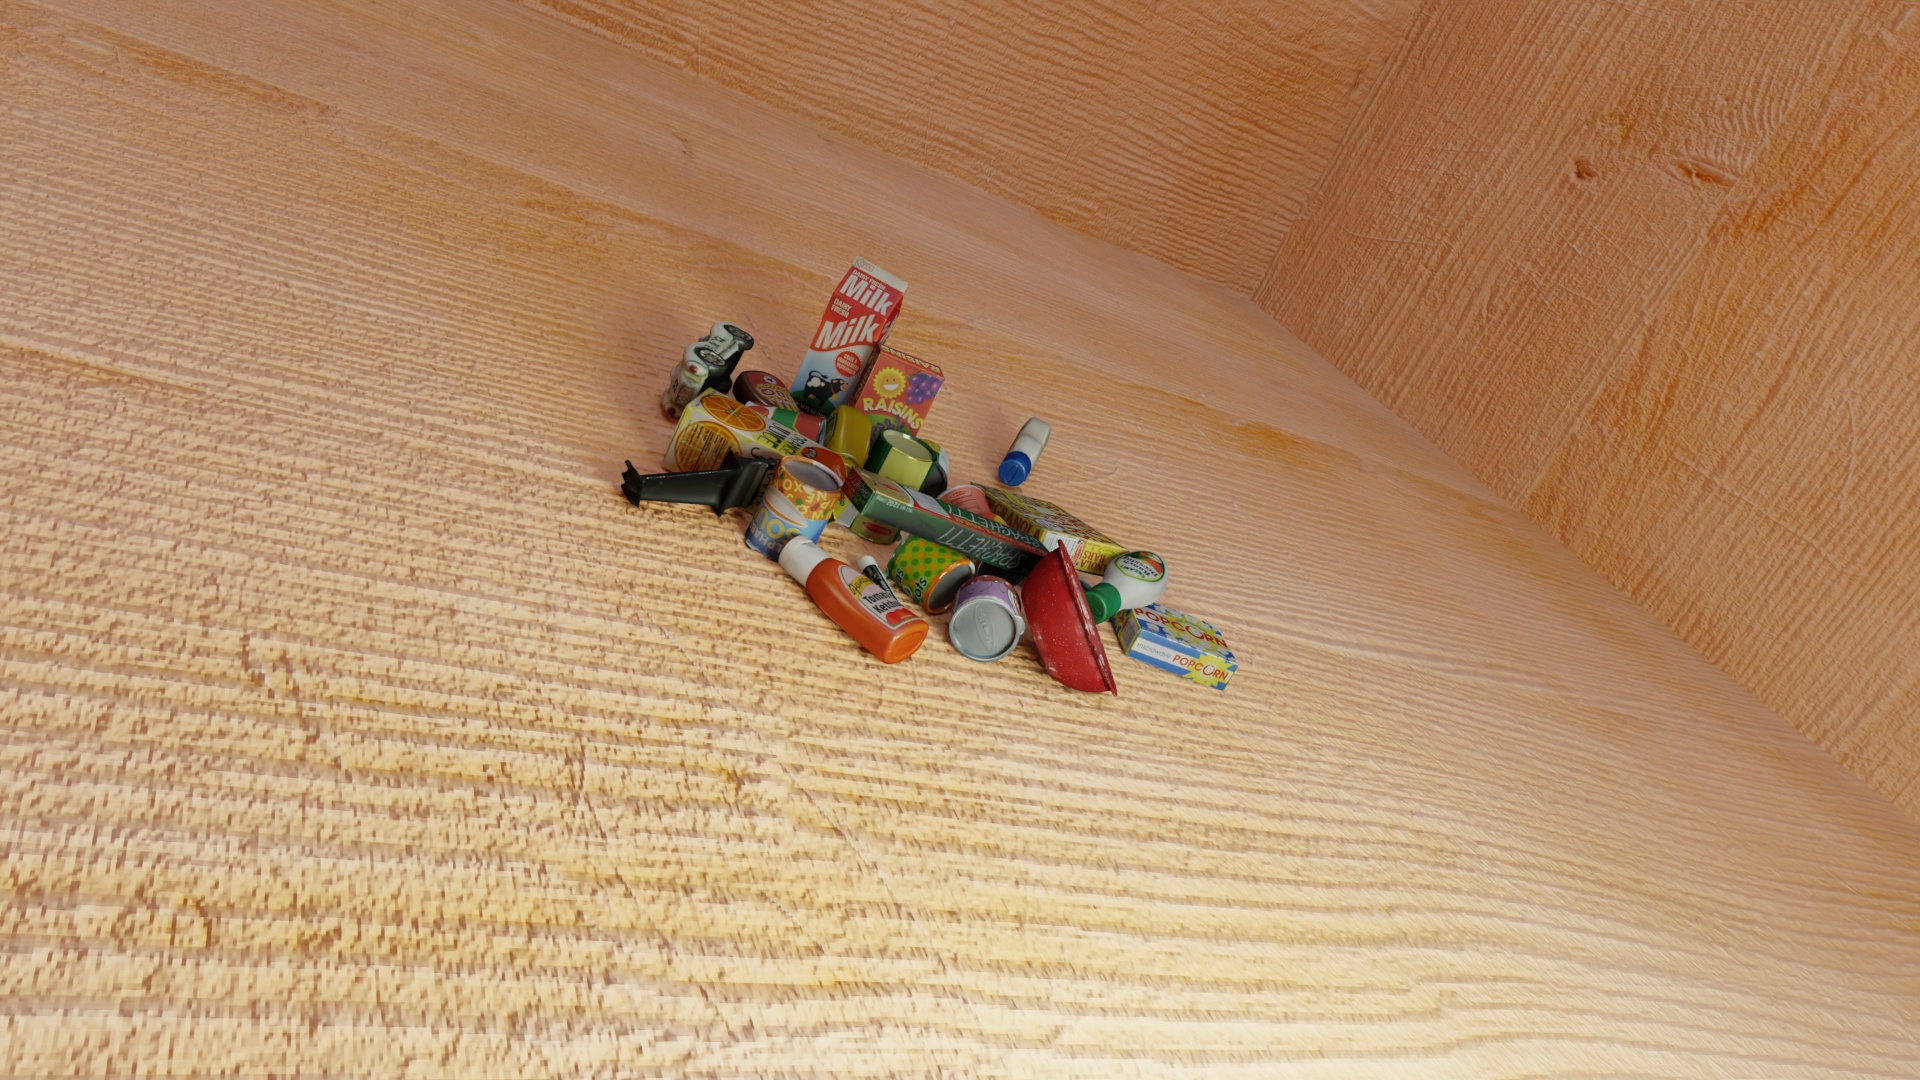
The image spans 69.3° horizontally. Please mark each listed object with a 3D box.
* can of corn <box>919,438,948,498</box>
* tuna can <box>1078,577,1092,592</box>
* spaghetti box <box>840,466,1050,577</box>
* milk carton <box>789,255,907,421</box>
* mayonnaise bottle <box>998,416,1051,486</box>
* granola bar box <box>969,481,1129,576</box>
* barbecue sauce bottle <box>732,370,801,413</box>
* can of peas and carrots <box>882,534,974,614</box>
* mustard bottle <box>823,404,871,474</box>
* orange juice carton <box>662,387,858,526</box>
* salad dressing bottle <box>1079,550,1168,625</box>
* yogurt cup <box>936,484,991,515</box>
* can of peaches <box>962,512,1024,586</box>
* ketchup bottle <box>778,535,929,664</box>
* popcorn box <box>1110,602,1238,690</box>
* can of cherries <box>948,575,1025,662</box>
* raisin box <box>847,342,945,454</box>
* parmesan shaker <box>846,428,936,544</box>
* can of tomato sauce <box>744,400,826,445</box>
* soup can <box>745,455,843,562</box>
[{"bbox_3d":[-0.049,-0.075,1.560,0.071,0.071,0.058,25,21,-8],"label":"can of corn"},{"bbox_3d":[0.113,0.060,1.492,0.071,0.032,0.071,24,23,-10],"label":"tuna can"},{"bbox_3d":[-0.004,-0.012,1.342,0.250,0.028,0.050,21,19,-39],"label":"spaghetti box"},{"bbox_3d":[-0.132,-0.238,1.652,0.072,0.189,0.074,29,21,1],"label":"milk carton"},{"bbox_3d":[0.081,-0.111,1.797,0.041,0.064,0.149,30,25,1],"label":"mayonnaise bottle"},{"bbox_3d":[0.093,-0.011,1.574,0.124,0.039,0.166,13,14,-34],"label":"granola bar box"},{"bbox_3d":[-0.203,-0.135,1.540,0.065,0.043,0.149,13,27,-36],"label":"barbecue sauce bottle"},{"bbox_3d":[-0.030,0.031,1.350,0.059,0.070,0.071,40,25,27],"label":"can of peas and carrots"},{"bbox_3d":[-0.128,-0.090,1.505,0.049,0.065,0.161,26,25,-16],"label":"mustard bottle"},{"bbox_3d":[-0.187,-0.069,1.374,0.193,0.072,0.072,28,22,-2],"label":"orange juice carton"},{"bbox_3d":[0.171,0.051,1.475,0.064,0.043,0.148,30,29,22],"label":"salad dressing bottle"},{"bbox_3d":[0.005,-0.019,1.503,0.072,0.072,0.054,9,36,-39],"label":"yogurt cup"},{"bbox_3d":[0.031,0.012,1.456,0.071,0.071,0.058,10,27,-38],"label":"can of peaches"},{"bbox_3d":[-0.101,0.051,1.250,0.149,0.043,0.065,37,24,23],"label":"ketchup bottle"},{"bbox_3d":[0.231,0.109,1.515,0.127,0.038,0.085,21,22,-17],"label":"popcorn box"},{"bbox_3d":[0.027,0.073,1.316,0.071,0.071,0.058,26,21,-6],"label":"can of cherries"},{"bbox_3d":[-0.084,-0.159,1.625,0.086,0.123,0.040,20,22,-20],"label":"raisin box"},{"bbox_3d":[-0.072,-0.056,1.438,0.071,0.102,0.071,24,22,-10],"label":"parmesan shaker"},{"bbox_3d":[-0.187,-0.103,1.438,0.083,0.071,0.071,13,22,-1],"label":"can of tomato sauce"},{"bbox_3d":[-0.158,-0.028,1.305,0.071,0.083,0.071,24,23,-10],"label":"soup can"}]
